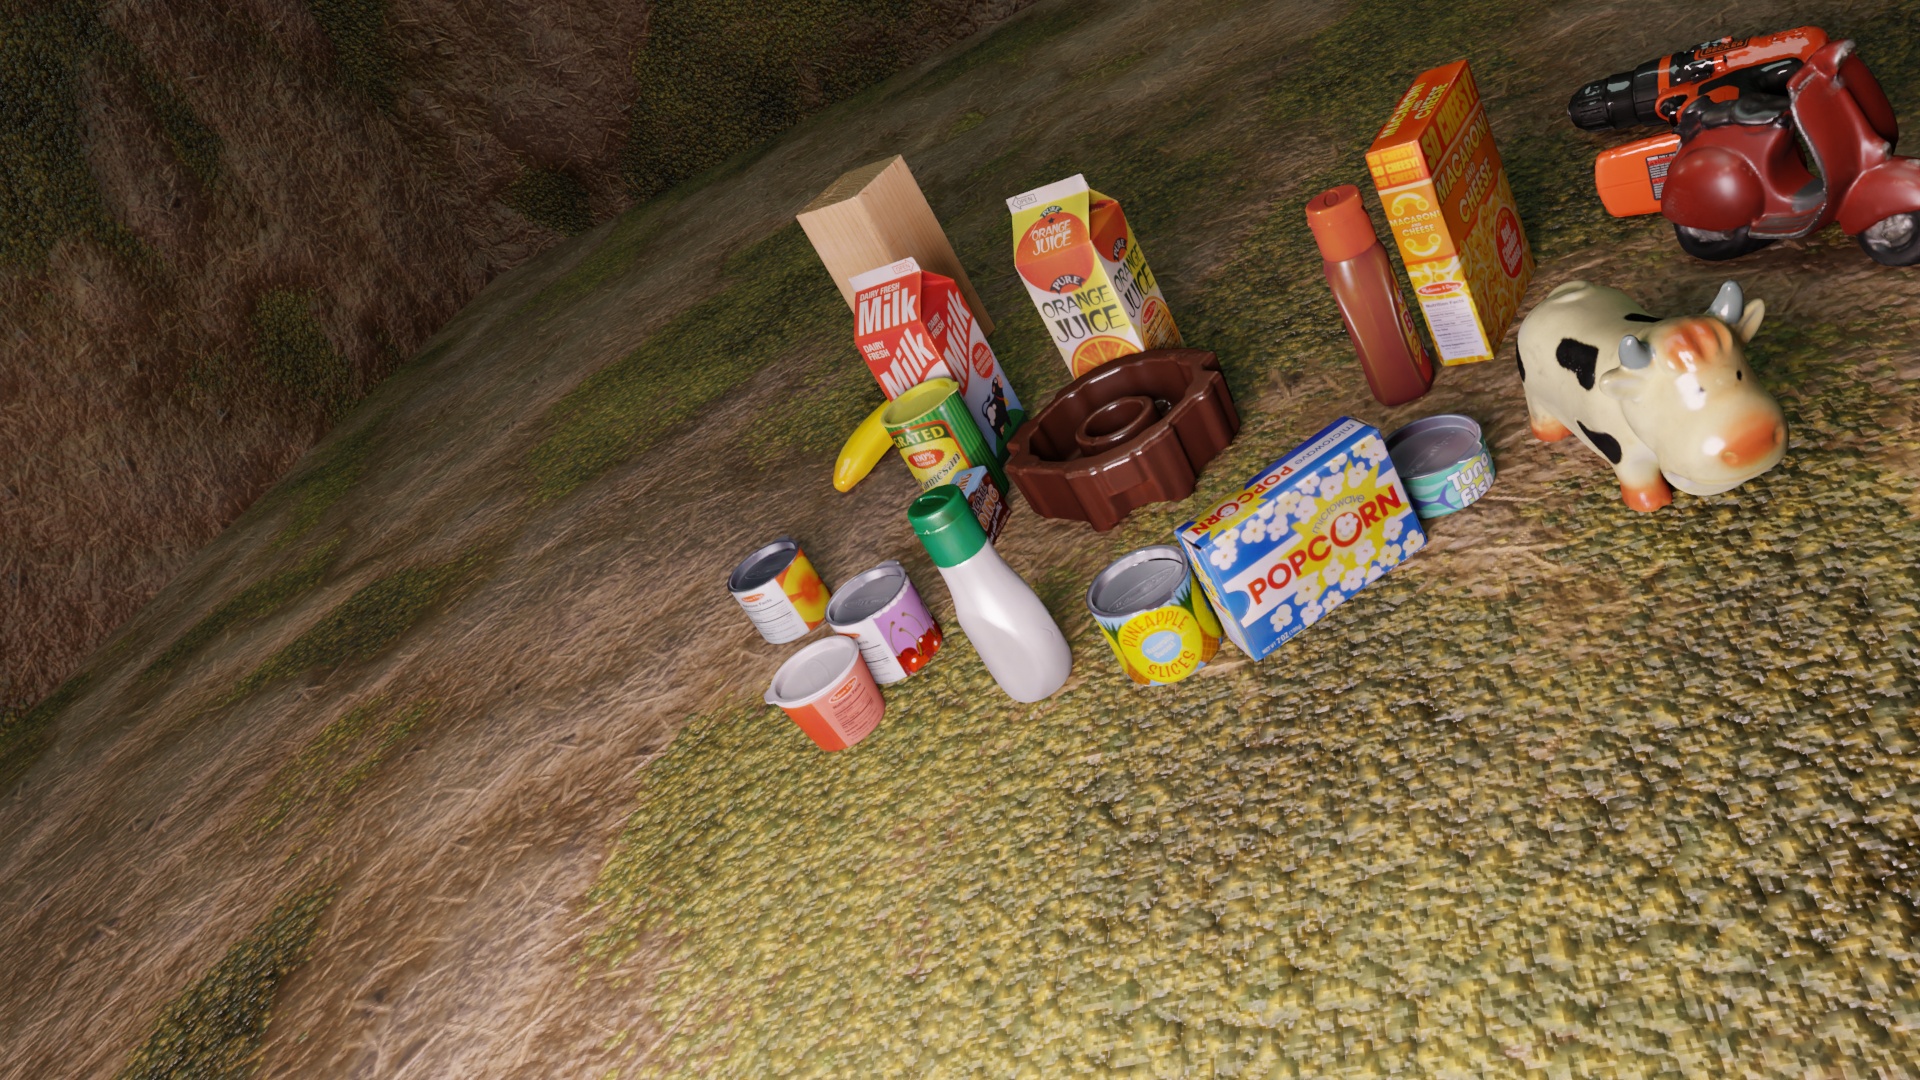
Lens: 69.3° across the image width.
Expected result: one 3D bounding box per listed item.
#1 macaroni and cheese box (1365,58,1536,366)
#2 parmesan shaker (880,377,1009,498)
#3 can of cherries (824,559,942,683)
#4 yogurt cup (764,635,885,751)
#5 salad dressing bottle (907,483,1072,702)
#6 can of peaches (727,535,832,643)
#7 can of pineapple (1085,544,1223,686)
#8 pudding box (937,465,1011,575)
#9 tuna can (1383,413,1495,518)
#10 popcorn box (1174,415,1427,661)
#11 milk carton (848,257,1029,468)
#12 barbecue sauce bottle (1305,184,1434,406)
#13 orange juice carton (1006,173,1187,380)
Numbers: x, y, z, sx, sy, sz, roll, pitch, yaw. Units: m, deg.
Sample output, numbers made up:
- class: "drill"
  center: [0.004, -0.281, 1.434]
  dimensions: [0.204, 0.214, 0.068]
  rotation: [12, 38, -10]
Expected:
- class: "macaroni and cheese box"
  center: [0.338, -0.223, 0.951]
  dimensions: [0.040, 0.166, 0.124]
  rotation: [-6, 36, 42]
- class: "parmesan shaker"
  center: [-0.009, -0.072, 1.121]
  dimensions: [0.071, 0.102, 0.071]
  rotation: [-25, 27, 13]
- class: "can of cherries"
  center: [-0.052, 0.058, 0.989]
  dimensions: [0.071, 0.058, 0.072]
  rotation: [-24, 27, 13]
- class: "yogurt cup"
  center: [-0.087, 0.106, 0.946]
  dimensions: [0.072, 0.053, 0.073]
  rotation: [-24, 27, 13]
- class: "salad dressing bottle"
  center: [0.018, 0.033, 0.857]
  dimensions: [0.064, 0.147, 0.044]
  rotation: [4, 43, 50]
- class: "can of peaches"
  center: [-0.143, 0.040, 1.116]
  dimensions: [0.071, 0.058, 0.071]
  rotation: [-24, 27, 13]
- class: "can of pineapple"
  center: [0.117, 0.046, 0.832]
  dimensions: [0.071, 0.057, 0.071]
  rotation: [-24, 27, 13]
- class: "pudding box"
  center: [0.004, -0.013, 1.065]
  dimensions: [0.030, 0.049, 0.084]
  rotation: [-12, 31, 34]
- class: "tuna can"
  center: [0.288, -0.045, 0.840]
  dimensions: [0.071, 0.032, 0.071]
  rotation: [-24, 27, 13]
- class: "popcorn box"
  center: [0.197, -0.002, 0.801]
  dimensions: [0.127, 0.085, 0.038]
  rotation: [-34, 26, -6]
- class: "milk carton"
  center: [-0.022, -0.149, 1.172]
  dimensions: [0.072, 0.190, 0.074]
  rotation: [-12, 32, 35]
- class: "barbecue sauce bottle"
  center: [0.275, -0.166, 0.936]
  dimensions: [0.043, 0.148, 0.065]
  rotation: [-19, 28, 23]
- class: "orange juice carton"
  center: [0.109, -0.203, 1.127]
  dimensions: [0.071, 0.192, 0.073]
  rotation: [-12, 32, 35]
